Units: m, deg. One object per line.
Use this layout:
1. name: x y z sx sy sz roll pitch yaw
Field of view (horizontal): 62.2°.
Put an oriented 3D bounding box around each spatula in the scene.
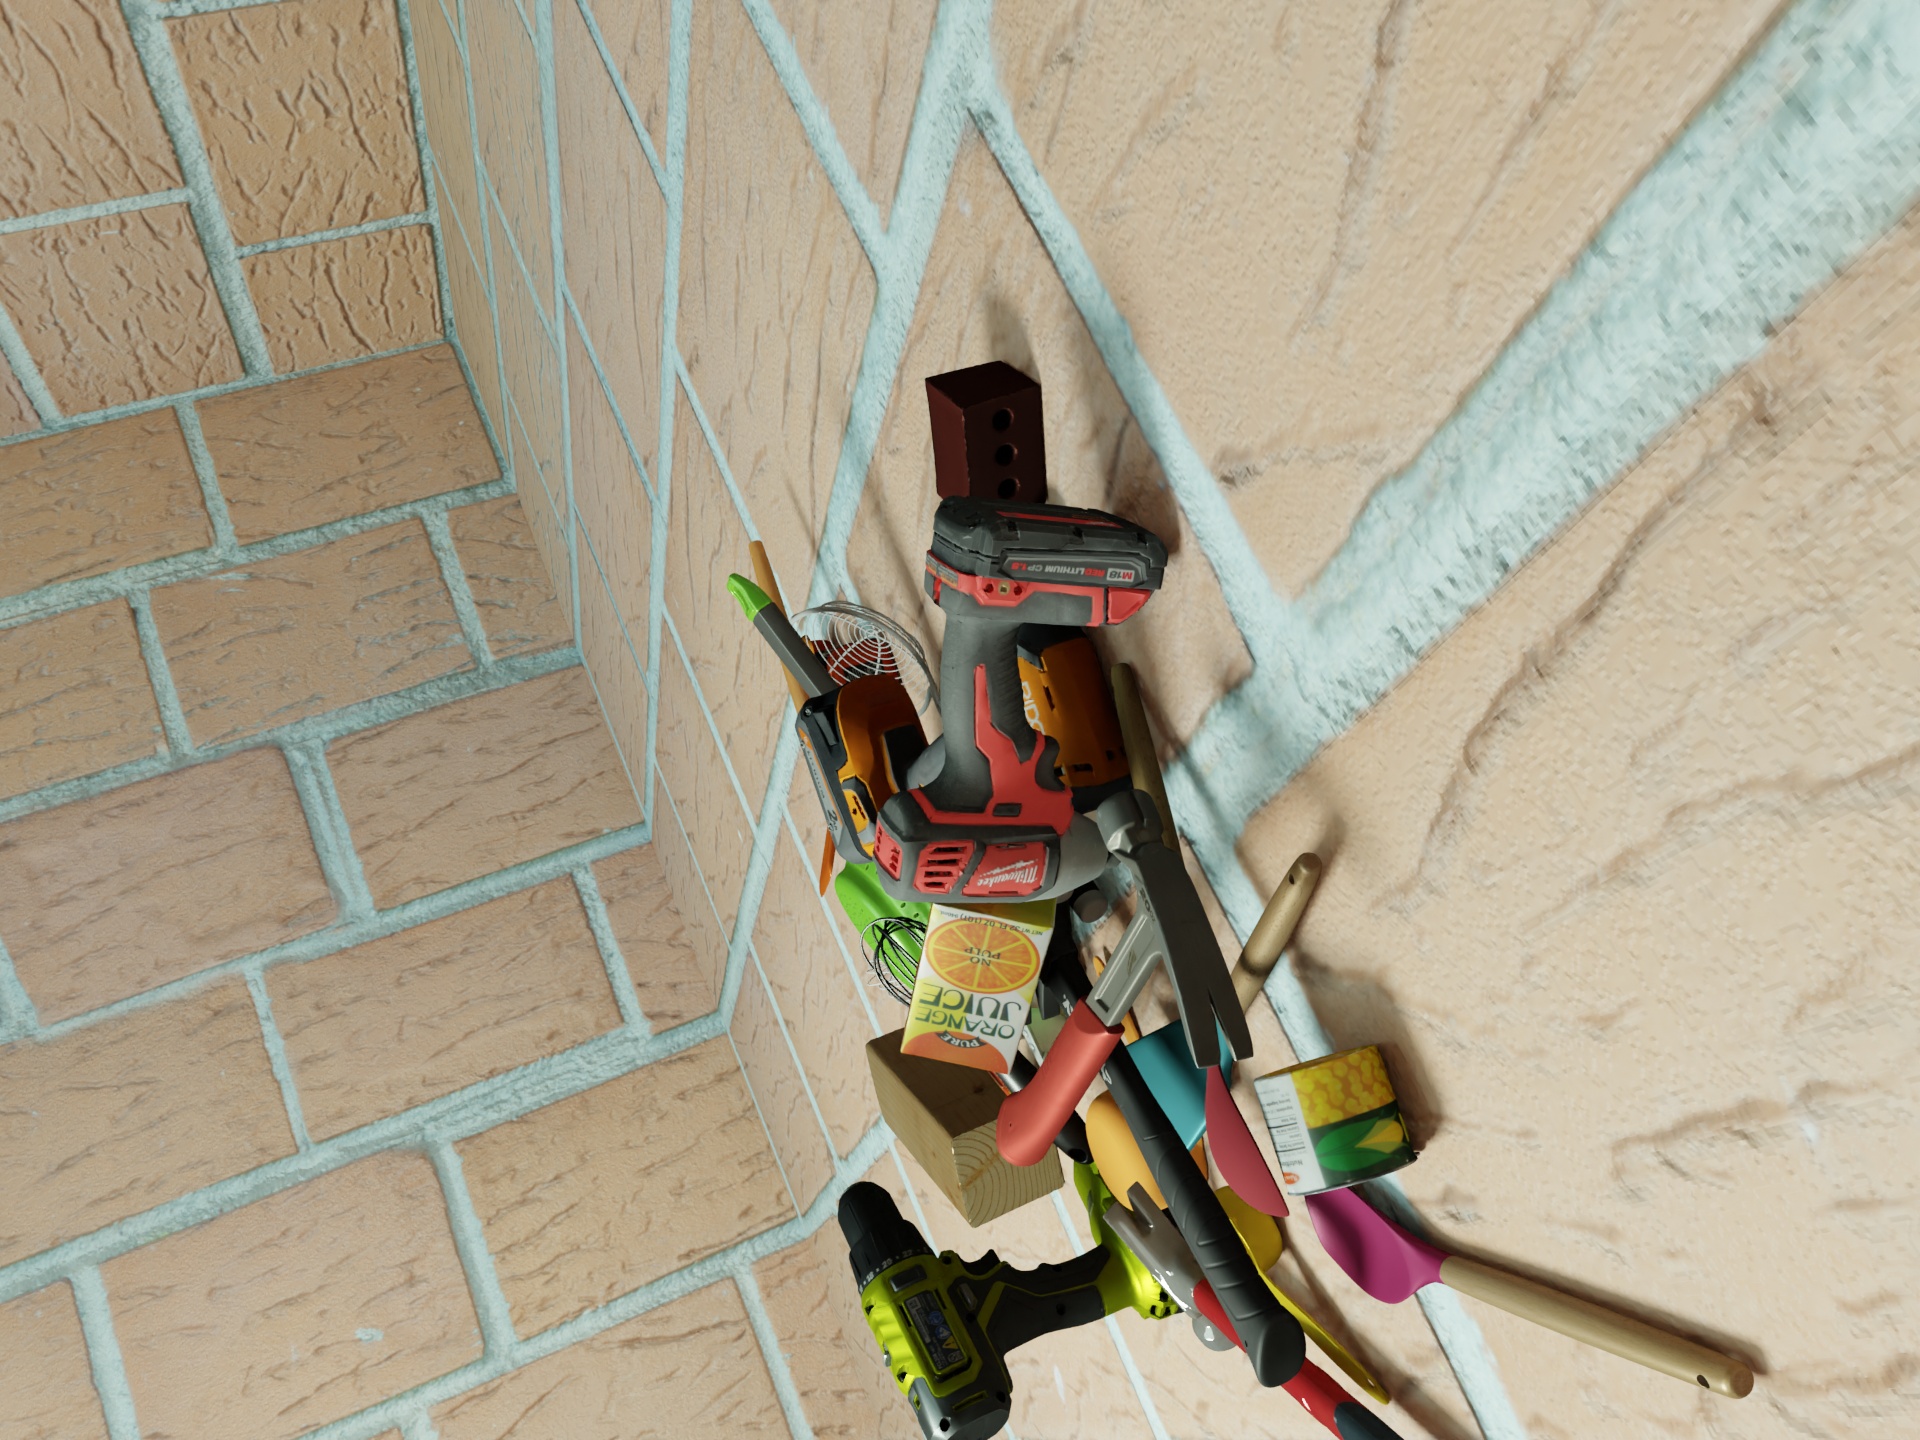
1. spatula: -0.143 -0.009 1.377 0.081 0.041 0.323 119 135 -68
2. spatula: 0.147 0.158 0.890 0.317 0.044 0.082 98 153 -56

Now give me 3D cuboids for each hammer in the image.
1. hammer: 0.111 0.244 0.967 0.146 0.035 0.335 97 153 -43
2. hammer: 0.216 0.385 0.877 0.143 0.038 0.386 54 166 -25
3. hammer: 0.076 0.193 0.917 0.358 0.036 0.149 107 150 -54

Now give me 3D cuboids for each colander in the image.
1. colander: -0.077 0.069 1.179 0.397 0.094 0.204 52 164 1

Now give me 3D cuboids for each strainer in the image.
1. strainer: 0.049 0.242 1.254 0.087 0.050 0.258 65 168 -9

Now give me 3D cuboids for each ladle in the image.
1. ladle: 0.122 0.111 0.863 0.069 0.031 0.316 71 -173 -67

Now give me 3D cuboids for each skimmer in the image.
1. skimmer: -0.020 0.033 1.168 0.364 0.090 0.127 52 162 42

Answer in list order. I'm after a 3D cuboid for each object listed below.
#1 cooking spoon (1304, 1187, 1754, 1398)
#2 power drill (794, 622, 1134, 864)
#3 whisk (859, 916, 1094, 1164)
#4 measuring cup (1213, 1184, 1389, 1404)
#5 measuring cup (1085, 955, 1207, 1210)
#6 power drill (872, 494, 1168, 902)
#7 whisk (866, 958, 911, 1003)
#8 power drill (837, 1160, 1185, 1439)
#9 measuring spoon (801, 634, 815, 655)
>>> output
1. cooking spoon: 0.251 0.269 0.759 0.069 0.017 0.319 71 161 -1
2. power drill: -0.002 -0.003 1.008 0.226 0.084 0.164 -20 88 43
3. whisk: 0.017 0.223 1.098 0.239 0.055 0.055 50 164 -12
4. measuring cup: 0.205 0.342 0.957 0.157 0.029 0.062 42 152 34
5. measuring cup: 0.106 0.249 1.081 0.173 0.052 0.095 68 161 4
6. power drill: 0.037 -0.004 0.865 0.079 0.143 0.219 -137 53 -63
7. whisk: -0.012 0.214 1.381 0.284 0.070 0.070 -20 89 65
8. power drill: 0.039 0.376 1.114 0.191 0.228 0.080 55 155 38
9. measuring spoon: -0.116 -0.015 1.332 0.021 0.011 0.117 -179 72 -72
